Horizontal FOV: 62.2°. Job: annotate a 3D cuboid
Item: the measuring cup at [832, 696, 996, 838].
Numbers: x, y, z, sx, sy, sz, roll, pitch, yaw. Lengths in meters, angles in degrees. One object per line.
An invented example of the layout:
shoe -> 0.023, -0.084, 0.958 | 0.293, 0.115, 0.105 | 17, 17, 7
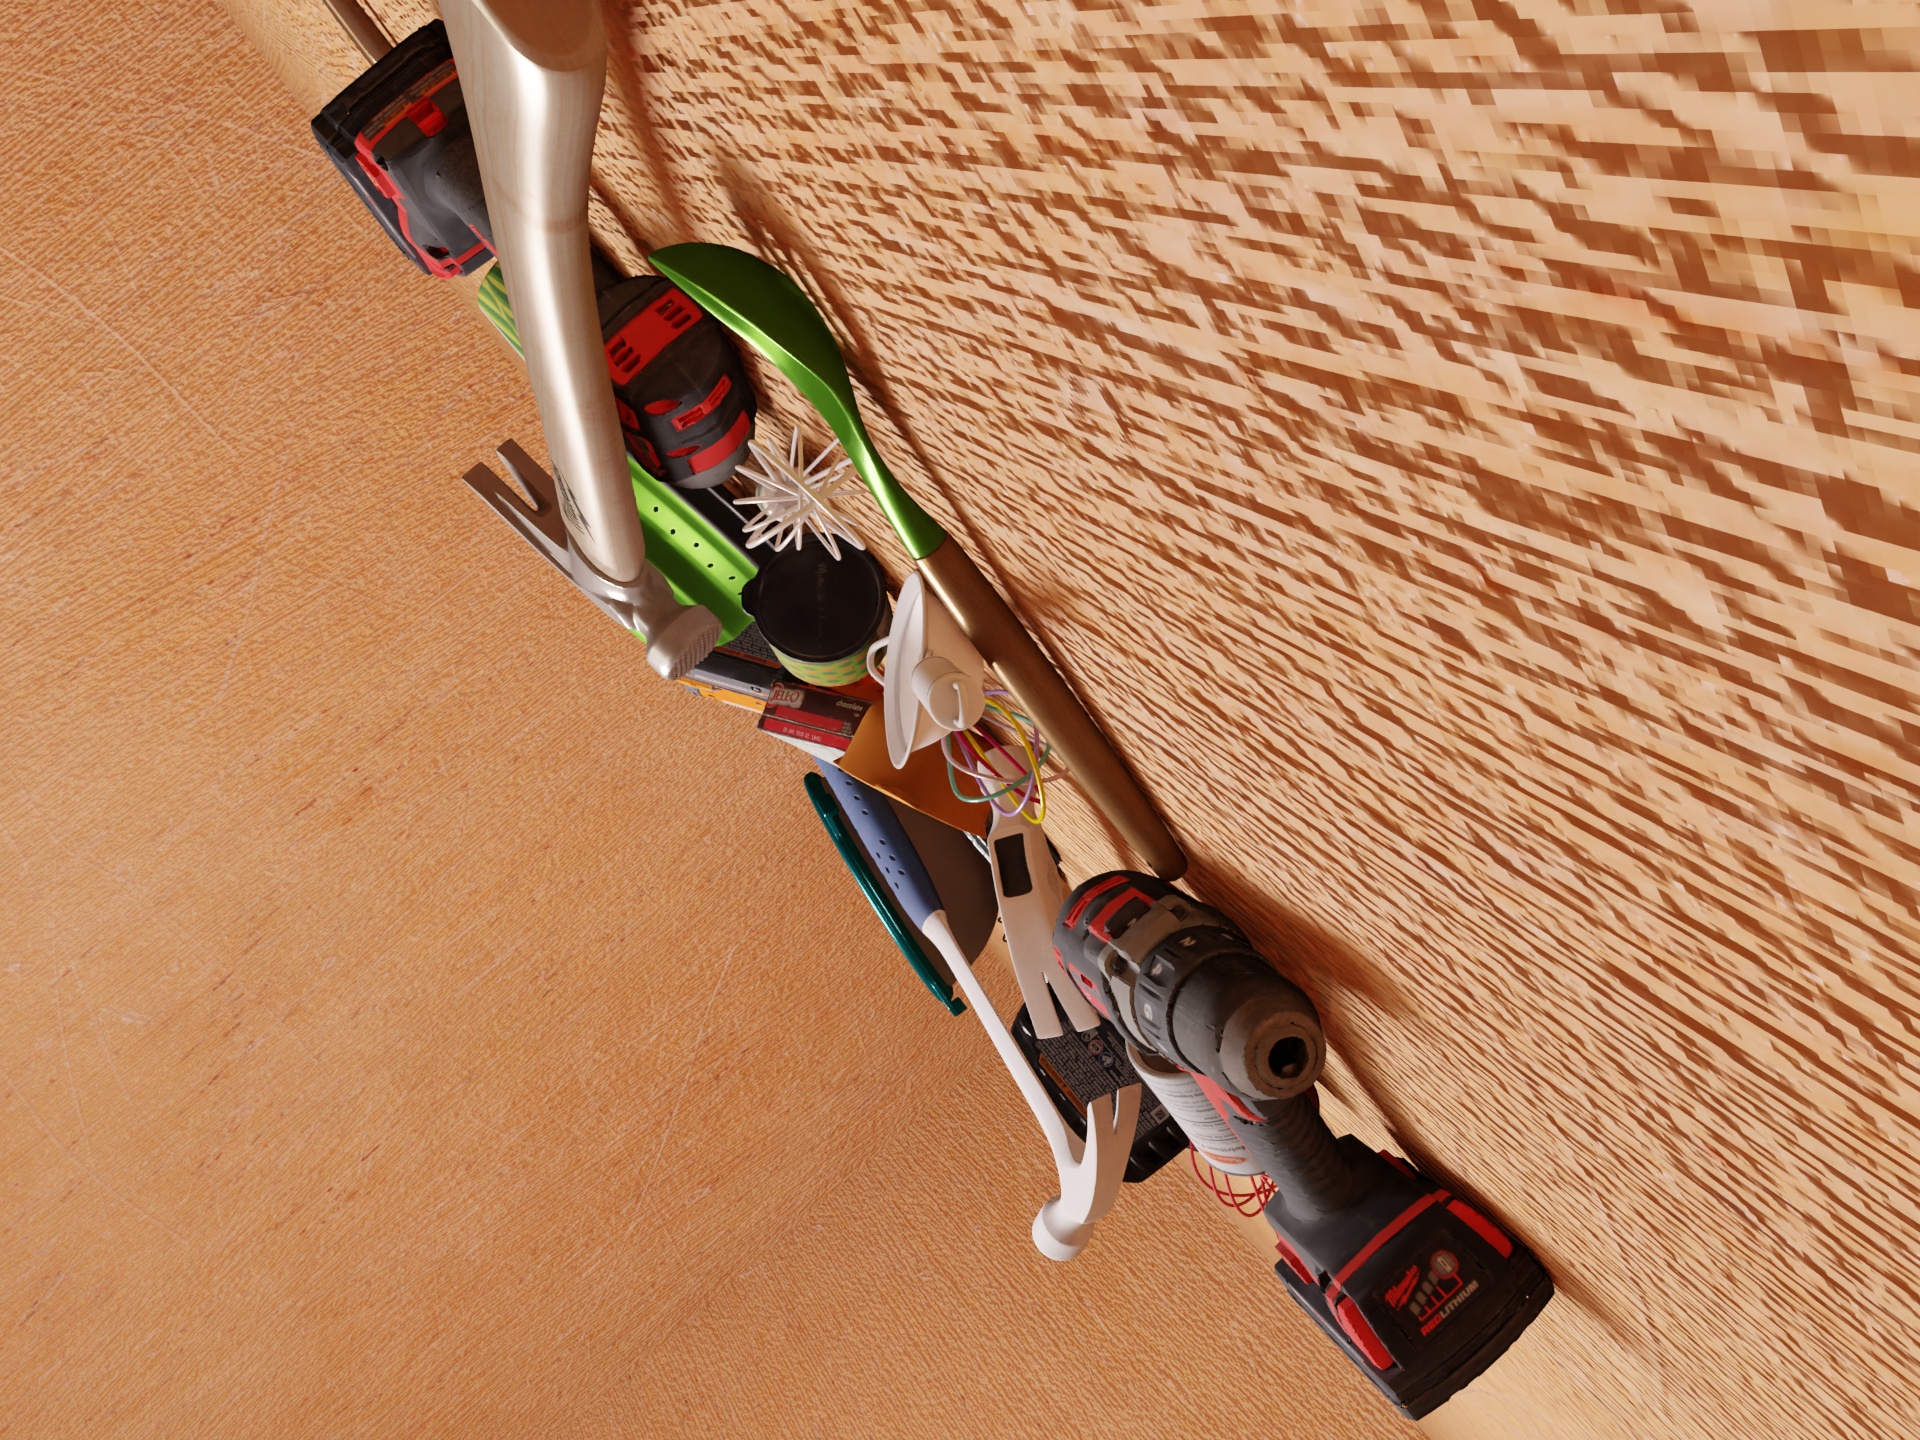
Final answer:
measuring cup -> -0.019, 0.019, 0.838 | 0.095, 0.052, 0.173 | 26, 178, 4

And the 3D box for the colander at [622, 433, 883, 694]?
colander -> -0.154, -0.072, 1.018 | 0.205, 0.094, 0.396 | 38, 175, 30

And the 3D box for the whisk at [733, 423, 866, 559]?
whisk -> -0.072, -0.097, 0.687 | 0.059, 0.058, 0.246 | 43, 180, -12

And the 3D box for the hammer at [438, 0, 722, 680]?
hammer -> -0.153, -0.139, 0.588 | 0.146, 0.038, 0.410 | 42, 161, 7

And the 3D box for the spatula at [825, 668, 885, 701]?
spatula -> -0.045, 0.007, 1.123 | 0.081, 0.041, 0.322 | 22, 169, 13

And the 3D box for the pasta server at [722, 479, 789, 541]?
pasta server -> -0.194, -0.174, 1.114 | 0.060, 0.040, 0.317 | 39, -178, -45

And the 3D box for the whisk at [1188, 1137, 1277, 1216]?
whisk -> 0.137, 0.187, 0.859 | 0.073, 0.073, 0.295 | 43, 166, 46

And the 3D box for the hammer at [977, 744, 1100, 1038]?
hammer -> 0.086, 0.139, 0.876 | 0.331, 0.031, 0.130 | 49, -150, -54

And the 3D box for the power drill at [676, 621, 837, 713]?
power drill -> -0.152, -0.045, 1.264 | 0.164, 0.084, 0.226 | 16, 172, 3

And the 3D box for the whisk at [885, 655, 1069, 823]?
whisk -> -0.001, 0.000, 0.778 | 0.047, 0.051, 0.245 | 46, 179, -21

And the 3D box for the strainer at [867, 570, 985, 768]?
strainer -> -0.009, -0.015, 0.629 | 0.258, 0.050, 0.087 | -131, 46, -83

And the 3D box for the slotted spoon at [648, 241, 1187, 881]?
slotted spoon -> 0.002, -0.044, 0.559 | 0.313, 0.031, 0.070 | 51, 175, -31

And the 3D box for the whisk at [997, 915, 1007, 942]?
whisk -> 0.055, 0.137, 1.192 | 0.055, 0.055, 0.238 | 48, 169, 13

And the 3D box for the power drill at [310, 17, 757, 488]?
power drill -> -0.177, -0.194, 0.718 | 0.220, 0.078, 0.143 | 45, 173, 11

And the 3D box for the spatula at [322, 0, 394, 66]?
spatula -> -0.297, -0.332, 0.980 | 0.060, 0.018, 0.315 | 43, 172, 43

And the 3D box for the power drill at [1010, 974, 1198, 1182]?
power drill -> 0.116, 0.240, 1.111 | 0.190, 0.080, 0.228 | 50, -174, 7

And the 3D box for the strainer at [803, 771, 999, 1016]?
strainer -> -0.037, 0.102, 1.317 | 0.211, 0.095, 0.340 | 58, 179, -9

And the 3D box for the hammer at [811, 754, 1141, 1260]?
hammer -> -0.010, 0.133, 1.016 | 0.406, 0.035, 0.144 | 57, 145, 33

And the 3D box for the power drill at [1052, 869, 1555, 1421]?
power drill -> 0.134, 0.162, 0.624 | 0.226, 0.080, 0.188 | 52, 173, -12
